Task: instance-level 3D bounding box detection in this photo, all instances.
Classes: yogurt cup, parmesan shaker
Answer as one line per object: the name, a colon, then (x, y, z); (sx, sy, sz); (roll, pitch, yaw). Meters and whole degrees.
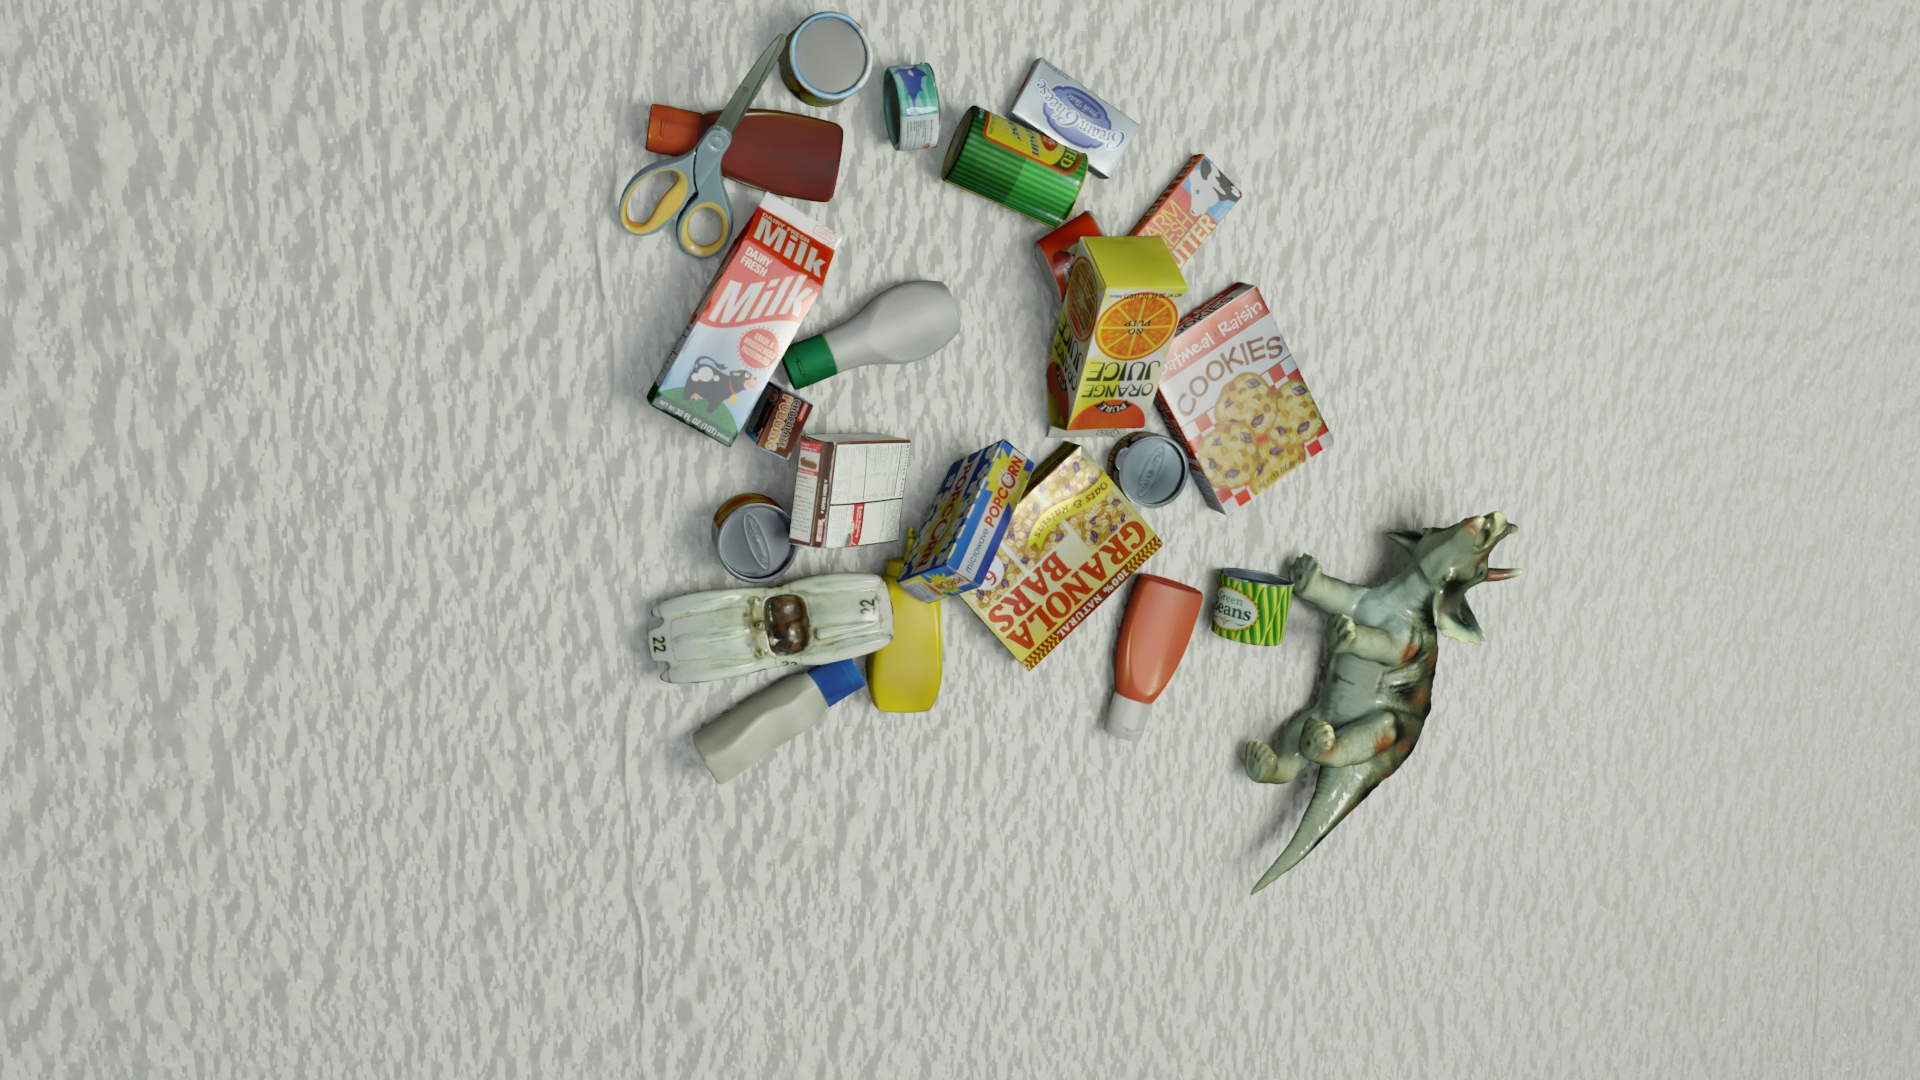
yogurt cup: (0.097, -0.236, 1.166); (0.054, 0.072, 0.072); (-25, 106, -1)
parmesan shaker: (0.044, -0.303, 1.131); (0.103, 0.071, 0.071); (20, 95, -16)

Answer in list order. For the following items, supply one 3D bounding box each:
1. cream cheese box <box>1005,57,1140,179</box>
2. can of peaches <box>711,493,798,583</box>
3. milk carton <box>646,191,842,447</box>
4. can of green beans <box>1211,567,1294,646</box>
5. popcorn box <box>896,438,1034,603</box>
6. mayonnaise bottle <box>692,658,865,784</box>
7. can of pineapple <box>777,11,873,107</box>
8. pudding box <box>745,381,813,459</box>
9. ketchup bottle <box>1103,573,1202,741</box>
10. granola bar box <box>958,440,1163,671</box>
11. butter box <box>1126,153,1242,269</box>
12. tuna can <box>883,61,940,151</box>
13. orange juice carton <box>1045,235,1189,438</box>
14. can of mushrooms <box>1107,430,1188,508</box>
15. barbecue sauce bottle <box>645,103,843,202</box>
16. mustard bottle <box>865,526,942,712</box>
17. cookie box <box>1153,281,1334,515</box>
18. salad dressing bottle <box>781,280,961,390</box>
cream cheese box: (0.094, -0.352, 1.163); (0.104, 0.024, 0.053); (28, 93, -18)
can of peaches: (-0.167, -0.004, 1.140); (0.071, 0.058, 0.071); (-3, 101, -15)
milk carton: (-0.170, -0.175, 1.098); (0.072, 0.073, 0.190); (29, 92, -18)
can of green beans: (0.266, 0.060, 1.267); (0.071, 0.071, 0.057); (6, 100, -16)
popcorn box: (0.004, -0.014, 1.146); (0.038, 0.085, 0.127); (34, 63, -20)
mayonnaise bottle: (-0.152, 0.146, 1.172); (0.148, 0.065, 0.041); (-31, 114, -12)
can of pineapple: (-0.107, -0.375, 1.085); (0.071, 0.058, 0.071); (-3, 102, -15)
pudding box: (-0.147, -0.097, 1.114); (0.030, 0.084, 0.049); (25, 93, -18)
ketchup bottle: (0.169, 0.107, 1.261); (0.065, 0.043, 0.148); (15, 96, -17)
granola bar box: (0.077, 0.013, 1.220); (0.165, 0.039, 0.124); (-43, 108, -4)
butter box: (0.192, -0.279, 1.204); (0.053, 0.024, 0.103); (41, 88, -19)
tuna can: (-0.040, -0.347, 1.106); (0.033, 0.071, 0.071); (-9, 103, -12)
orange juice carton: (0.123, -0.156, 1.158); (0.072, 0.073, 0.191); (-4, 138, -14)
can of mushrooms: (0.164, -0.064, 1.232); (0.071, 0.033, 0.071); (-3, 102, -15)
barbecue sauce bottle: (-0.169, -0.309, 1.089); (0.149, 0.044, 0.064); (7, 102, -16)
mustard bottle: (-0.045, 0.066, 1.192); (0.065, 0.049, 0.160); (3, 99, -14)
cookie box: (0.242, -0.127, 1.239); (0.123, 0.040, 0.167); (-34, 108, -7)
salad dressing bottle: (-0.075, -0.167, 1.143); (0.148, 0.044, 0.064); (-23, 106, -9)
